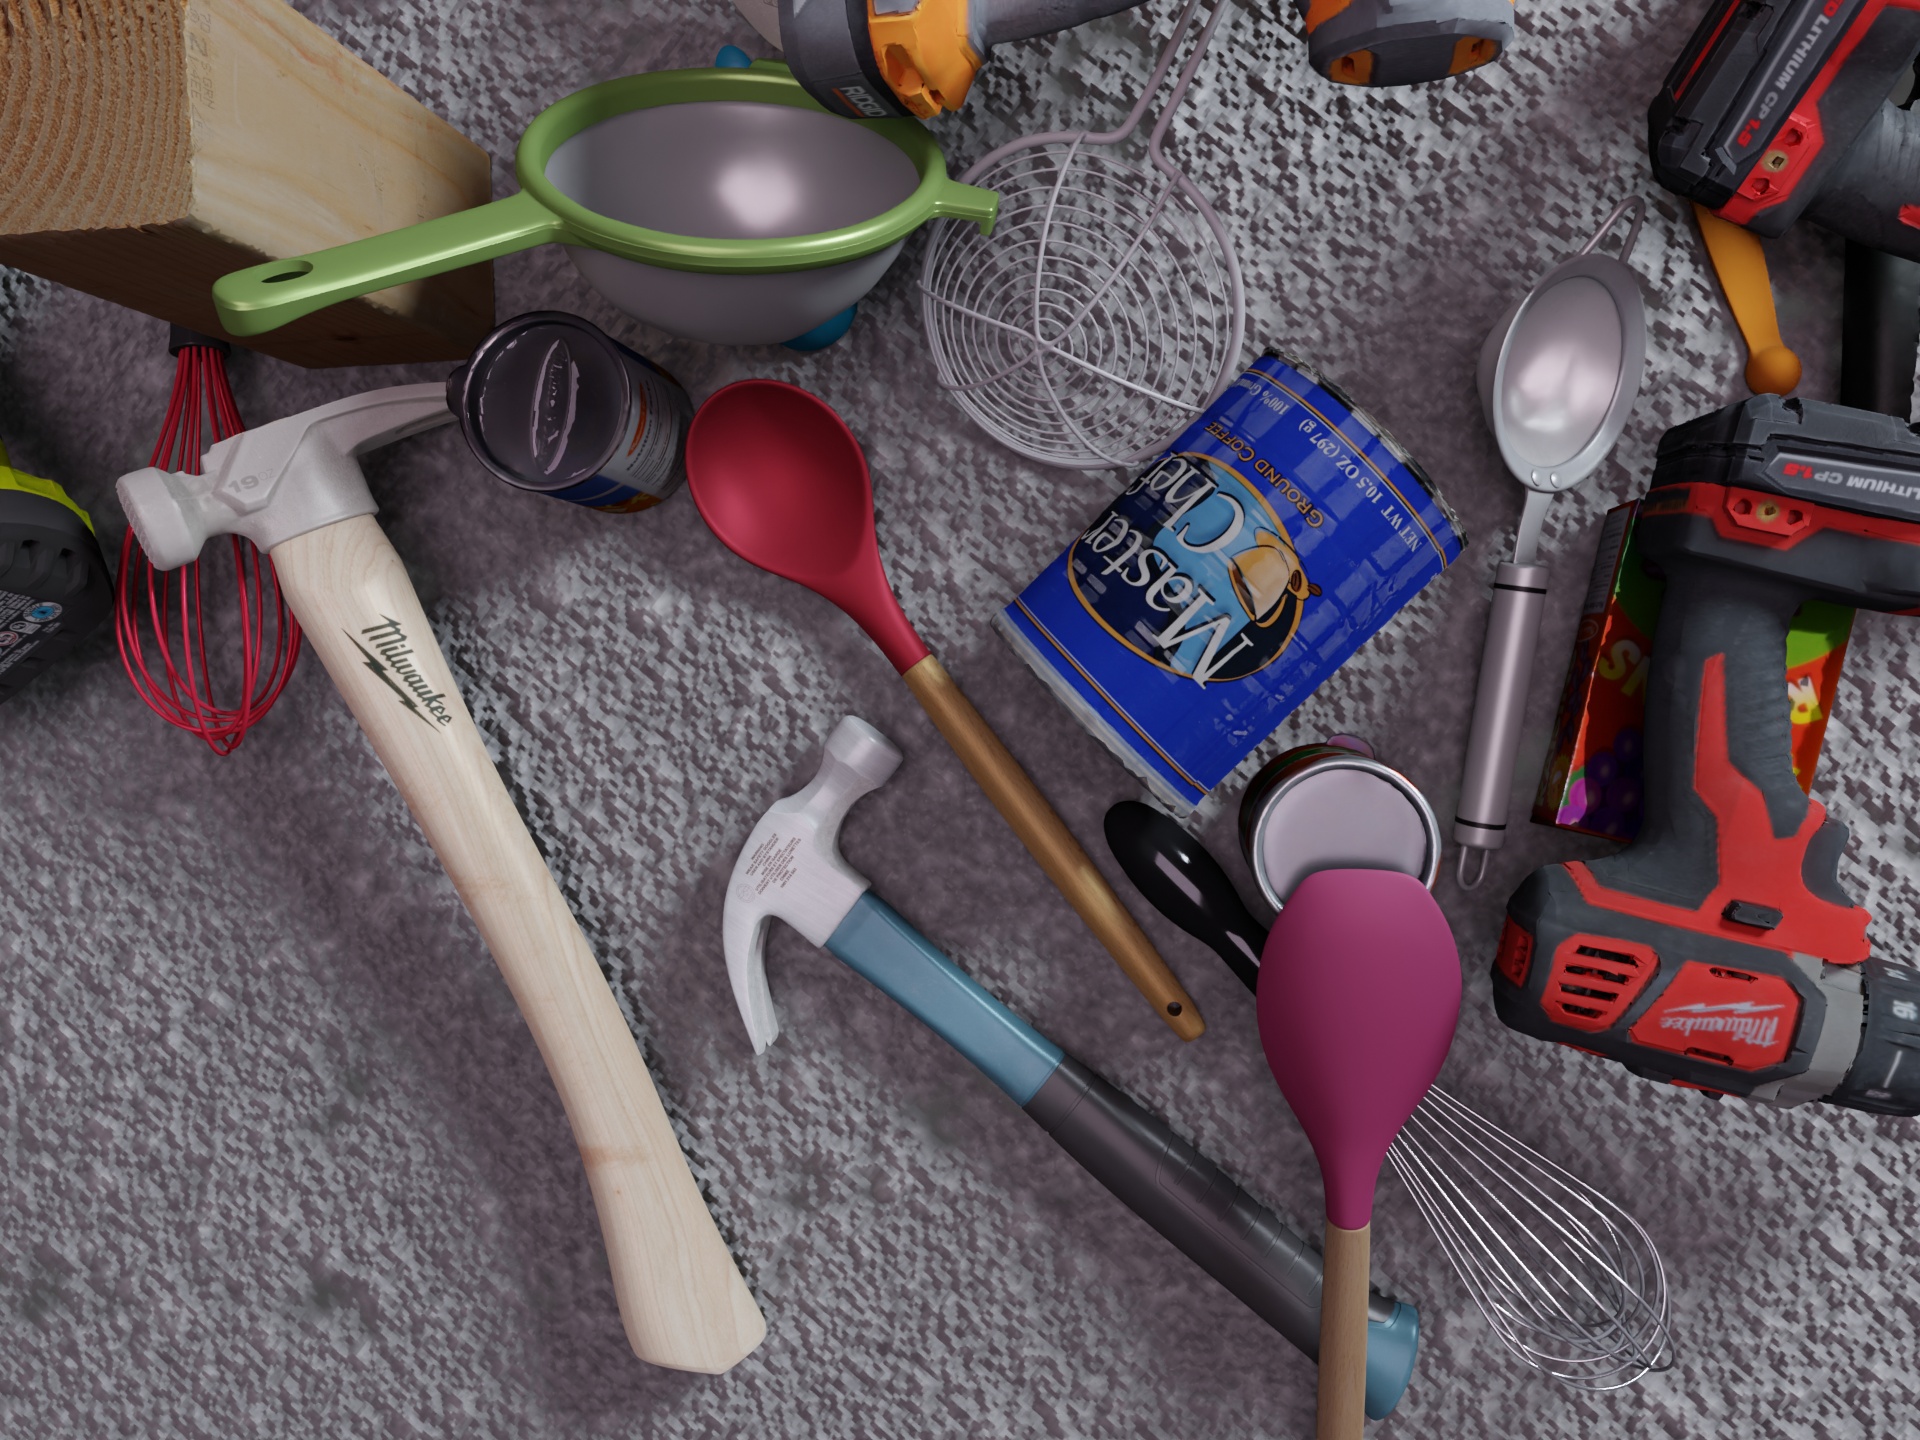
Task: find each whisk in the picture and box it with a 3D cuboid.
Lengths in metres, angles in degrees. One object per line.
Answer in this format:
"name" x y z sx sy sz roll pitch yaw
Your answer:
"whisk" -0.313 -0.132 0.655 0.073 0.073 0.296 -5 86 8
"whisk" 0.156 0.136 0.602 0.070 0.070 0.285 -45 80 7

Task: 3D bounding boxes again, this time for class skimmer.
"skimmer" 0.099 -0.271 0.599 0.127 0.090 0.363 25 88 8

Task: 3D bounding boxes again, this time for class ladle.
"ladle" -0.001 -0.002 0.631 0.069 0.031 0.315 -37 88 10

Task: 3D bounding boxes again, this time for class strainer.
"strainer" 0.209 -0.062 0.594 0.086 0.050 0.258 2 99 -36
"strainer" -0.123 -0.156 0.554 0.256 0.069 0.152 -27 52 -28

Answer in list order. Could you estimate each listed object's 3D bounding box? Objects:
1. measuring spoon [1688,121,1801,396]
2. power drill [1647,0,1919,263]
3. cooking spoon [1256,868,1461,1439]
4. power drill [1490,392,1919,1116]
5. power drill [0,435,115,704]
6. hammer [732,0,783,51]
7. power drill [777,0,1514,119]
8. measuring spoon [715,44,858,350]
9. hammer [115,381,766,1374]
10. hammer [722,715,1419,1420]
"measuring spoon" 0.291 -0.177 0.594 0.021 0.011 0.117 -17 89 8
"power drill" 0.346 -0.186 0.497 0.219 0.079 0.143 28 125 3
"cooking spoon" 0.140 0.203 0.575 0.069 0.017 0.318 1 107 9
"power drill" 0.295 0.021 0.528 0.188 0.080 0.226 13 95 7
"power drill" -0.447 -0.111 0.644 0.190 0.080 0.229 -33 70 15
"hammer" 0.051 -0.339 0.551 0.331 0.031 0.130 -22 116 27
"power drill" 0.057 -0.283 0.508 0.226 0.084 0.164 -1 95 13
"measuring spoon" -0.077 -0.212 0.637 0.042 0.021 0.128 -18 90 8
"hammer" -0.171 0.067 0.636 0.146 0.038 0.410 -27 95 -26
"hammer" 0.044 0.149 0.625 0.331 0.033 0.128 39 95 5
